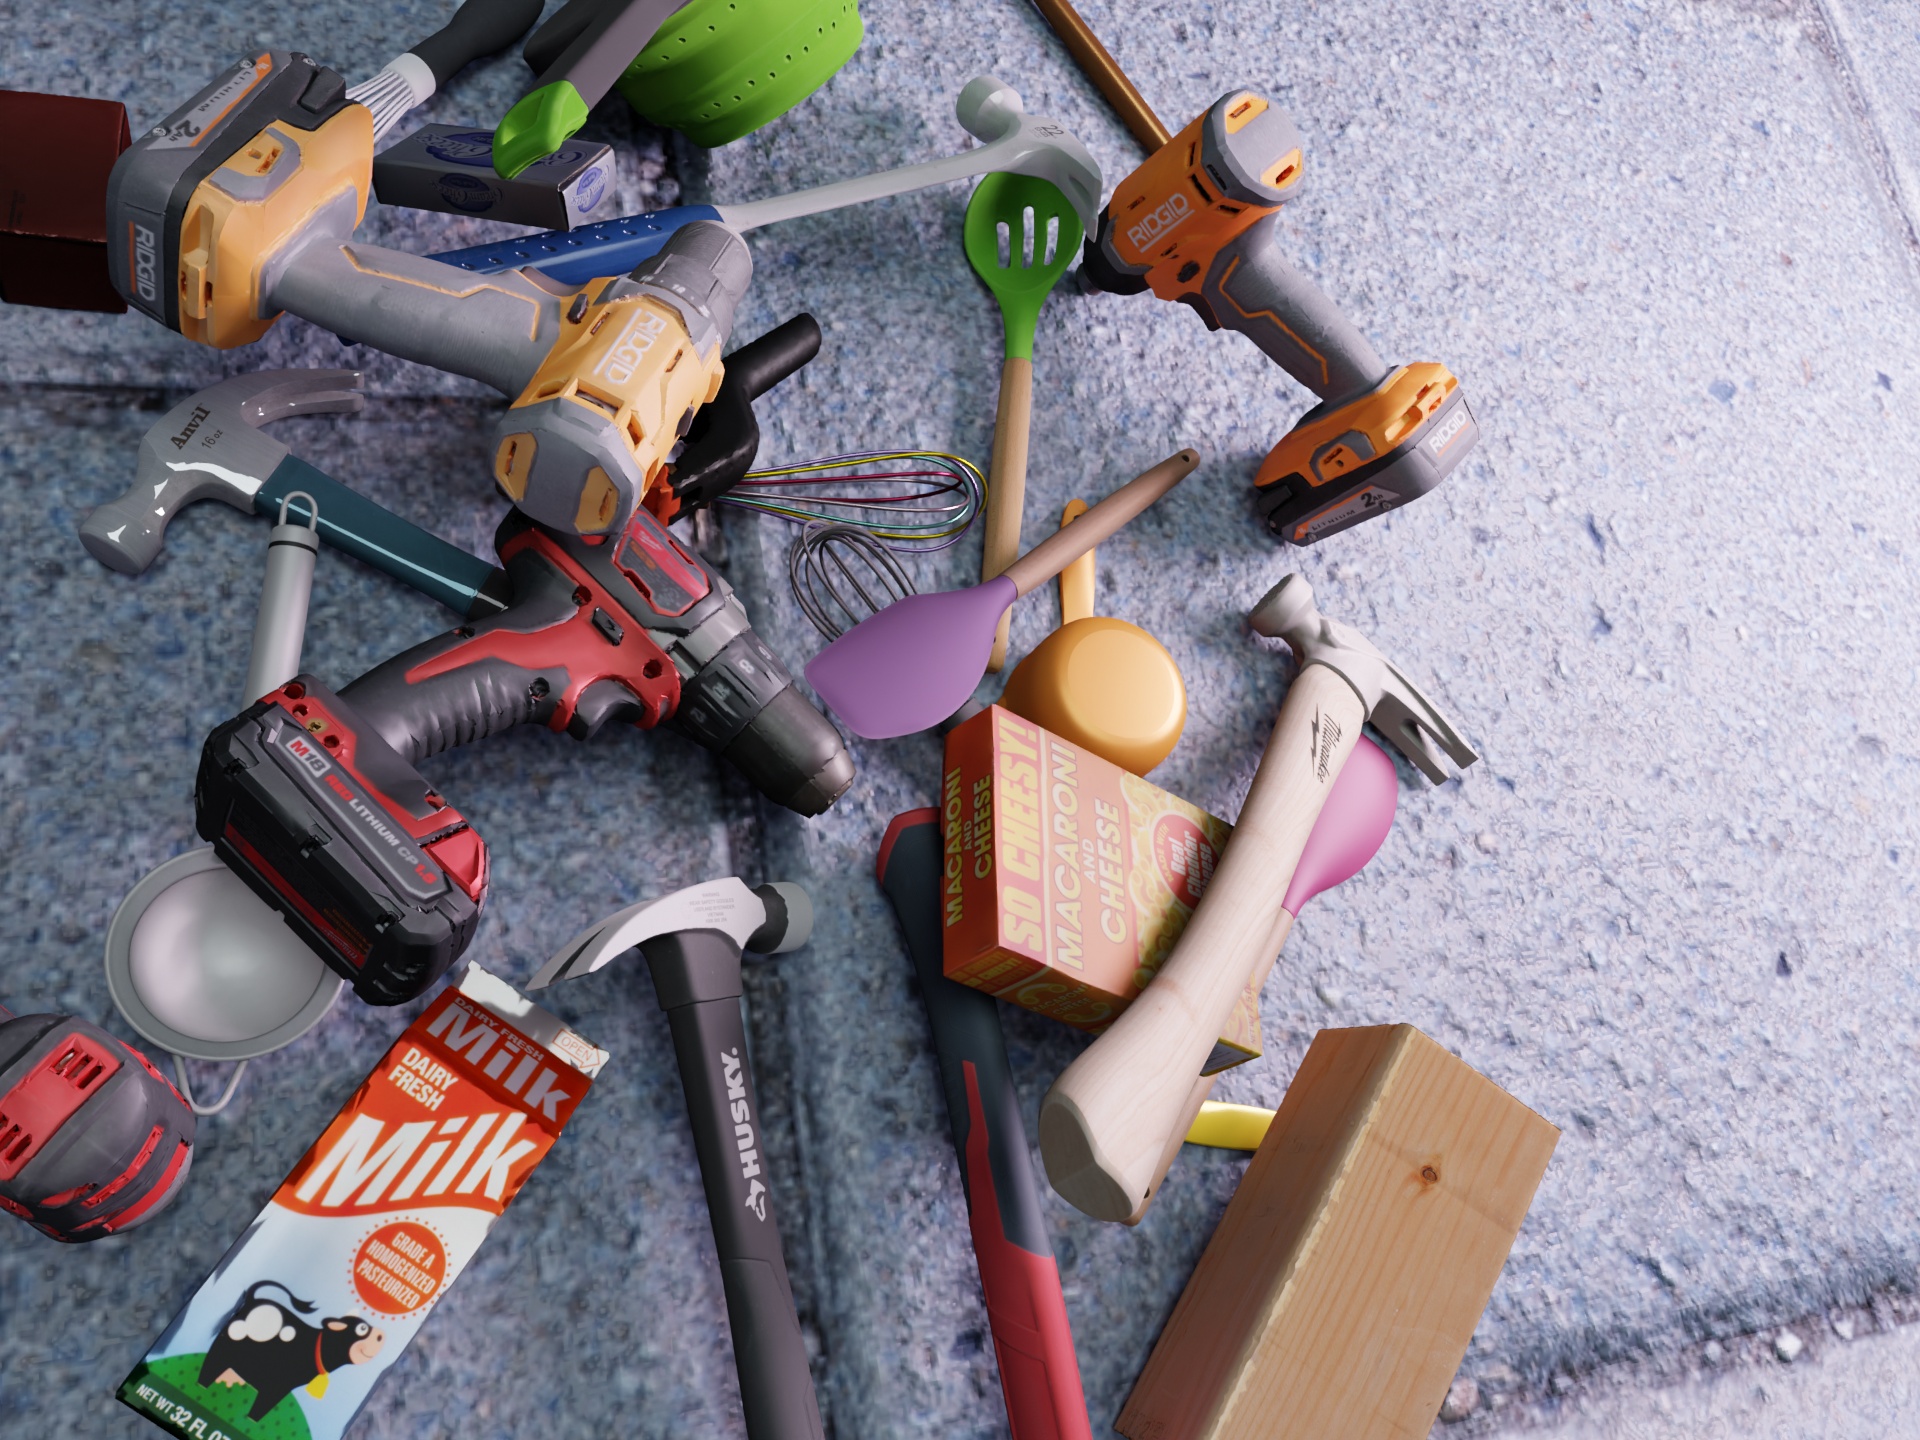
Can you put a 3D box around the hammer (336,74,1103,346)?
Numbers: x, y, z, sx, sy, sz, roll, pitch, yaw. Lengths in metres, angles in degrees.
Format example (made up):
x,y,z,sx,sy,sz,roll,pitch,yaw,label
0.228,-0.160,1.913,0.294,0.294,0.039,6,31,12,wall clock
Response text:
x,y,z,sx,sy,sz,roll,pitch,yaw,label
-0.111,-0.251,0.802,0.405,0.035,0.144,-21,50,-24,hammer

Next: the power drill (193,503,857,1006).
x,y,z,sx,sy,sz,roll,pitch,yaw,label
-0.163,0.013,0.645,0.188,0.080,0.227,45,51,-2,power drill

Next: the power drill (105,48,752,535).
x,y,z,sx,sy,sz,roll,pitch,yaw,label
-0.206,-0.191,0.672,0.226,0.084,0.185,26,49,-6,power drill

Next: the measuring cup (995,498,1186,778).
x,y,z,sx,sy,sz,roll,pitch,yaw,label
0.071,-0.048,0.821,0.095,0.052,0.174,8,67,-19,measuring cup

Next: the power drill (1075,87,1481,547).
x,y,z,sx,sy,sz,roll,pitch,yaw,label
0.164,-0.212,0.883,0.084,0.164,0.226,-44,102,-30,power drill

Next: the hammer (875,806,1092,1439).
x,y,z,sx,sy,sz,roll,pitch,yaw,label
0.032,0.213,0.664,0.038,0.143,0.387,14,56,-48,hammer

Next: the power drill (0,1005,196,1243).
x,y,z,sx,sy,sz,roll,pitch,yaw,label
-0.361,0.097,0.545,0.219,0.143,0.078,36,62,3,power drill

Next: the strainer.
x,y,z,sx,sy,sz,roll,pitch,yaw,label
-0.283,0.027,0.640,0.086,0.050,0.259,10,72,-24,strainer

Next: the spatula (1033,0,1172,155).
x,y,z,sx,sy,sz,roll,pitch,yaw,label
0.063,-0.450,0.991,0.081,0.041,0.322,-34,85,-30,spatula

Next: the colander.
x,y,z,sx,sy,sz,roll,pitch,yaw,label
-0.127,-0.315,0.766,0.094,0.204,0.397,54,28,-31,colander

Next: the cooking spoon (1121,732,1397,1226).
x,y,z,sx,sy,sz,roll,pitch,yaw,label
0.152,0.117,0.802,0.068,0.017,0.319,38,57,-3,cooking spoon

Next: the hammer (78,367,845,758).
x,y,z,sx,sy,sz,roll,pitch,yaw,label
-0.206,-0.050,0.723,0.331,0.033,0.128,28,62,-9,hammer

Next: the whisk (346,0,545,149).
x,y,z,sx,sy,sz,roll,pitch,yaw,label
-0.292,-0.299,0.778,0.070,0.070,0.285,35,56,-5,whisk

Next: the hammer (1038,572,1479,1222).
x,y,z,sx,sy,sz,roll,pitch,yaw,label
0.143,0.076,0.738,0.146,0.038,0.411,43,42,-3,hammer

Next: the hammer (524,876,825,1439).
x,y,z,sx,sy,sz,roll,pitch,yaw,label
-0.083,0.229,0.631,0.146,0.035,0.335,5,69,-58,hammer

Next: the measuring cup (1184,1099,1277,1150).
x,y,z,sx,sy,sz,roll,pitch,yaw,label
0.169,0.199,0.773,0.156,0.029,0.062,10,66,-18,measuring cup

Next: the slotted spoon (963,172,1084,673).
x,y,z,sx,sy,sz,roll,pitch,yaw,label
0.027,-0.172,0.868,0.070,0.031,0.314,0,69,13,slotted spoon

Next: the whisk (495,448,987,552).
x,y,z,sx,sy,sz,roll,pitch,yaw,label
-0.103,-0.118,0.787,0.245,0.047,0.051,1,70,-18,whisk

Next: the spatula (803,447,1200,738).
x,y,z,sx,sy,sz,roll,pitch,yaw,label
0.039,-0.075,0.799,0.060,0.018,0.316,47,48,5,spatula

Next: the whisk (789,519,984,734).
x,y,z,sx,sy,sz,roll,pitch,yaw,label
-0.001,-0.003,0.779,0.055,0.055,0.239,-41,92,-30,whisk
